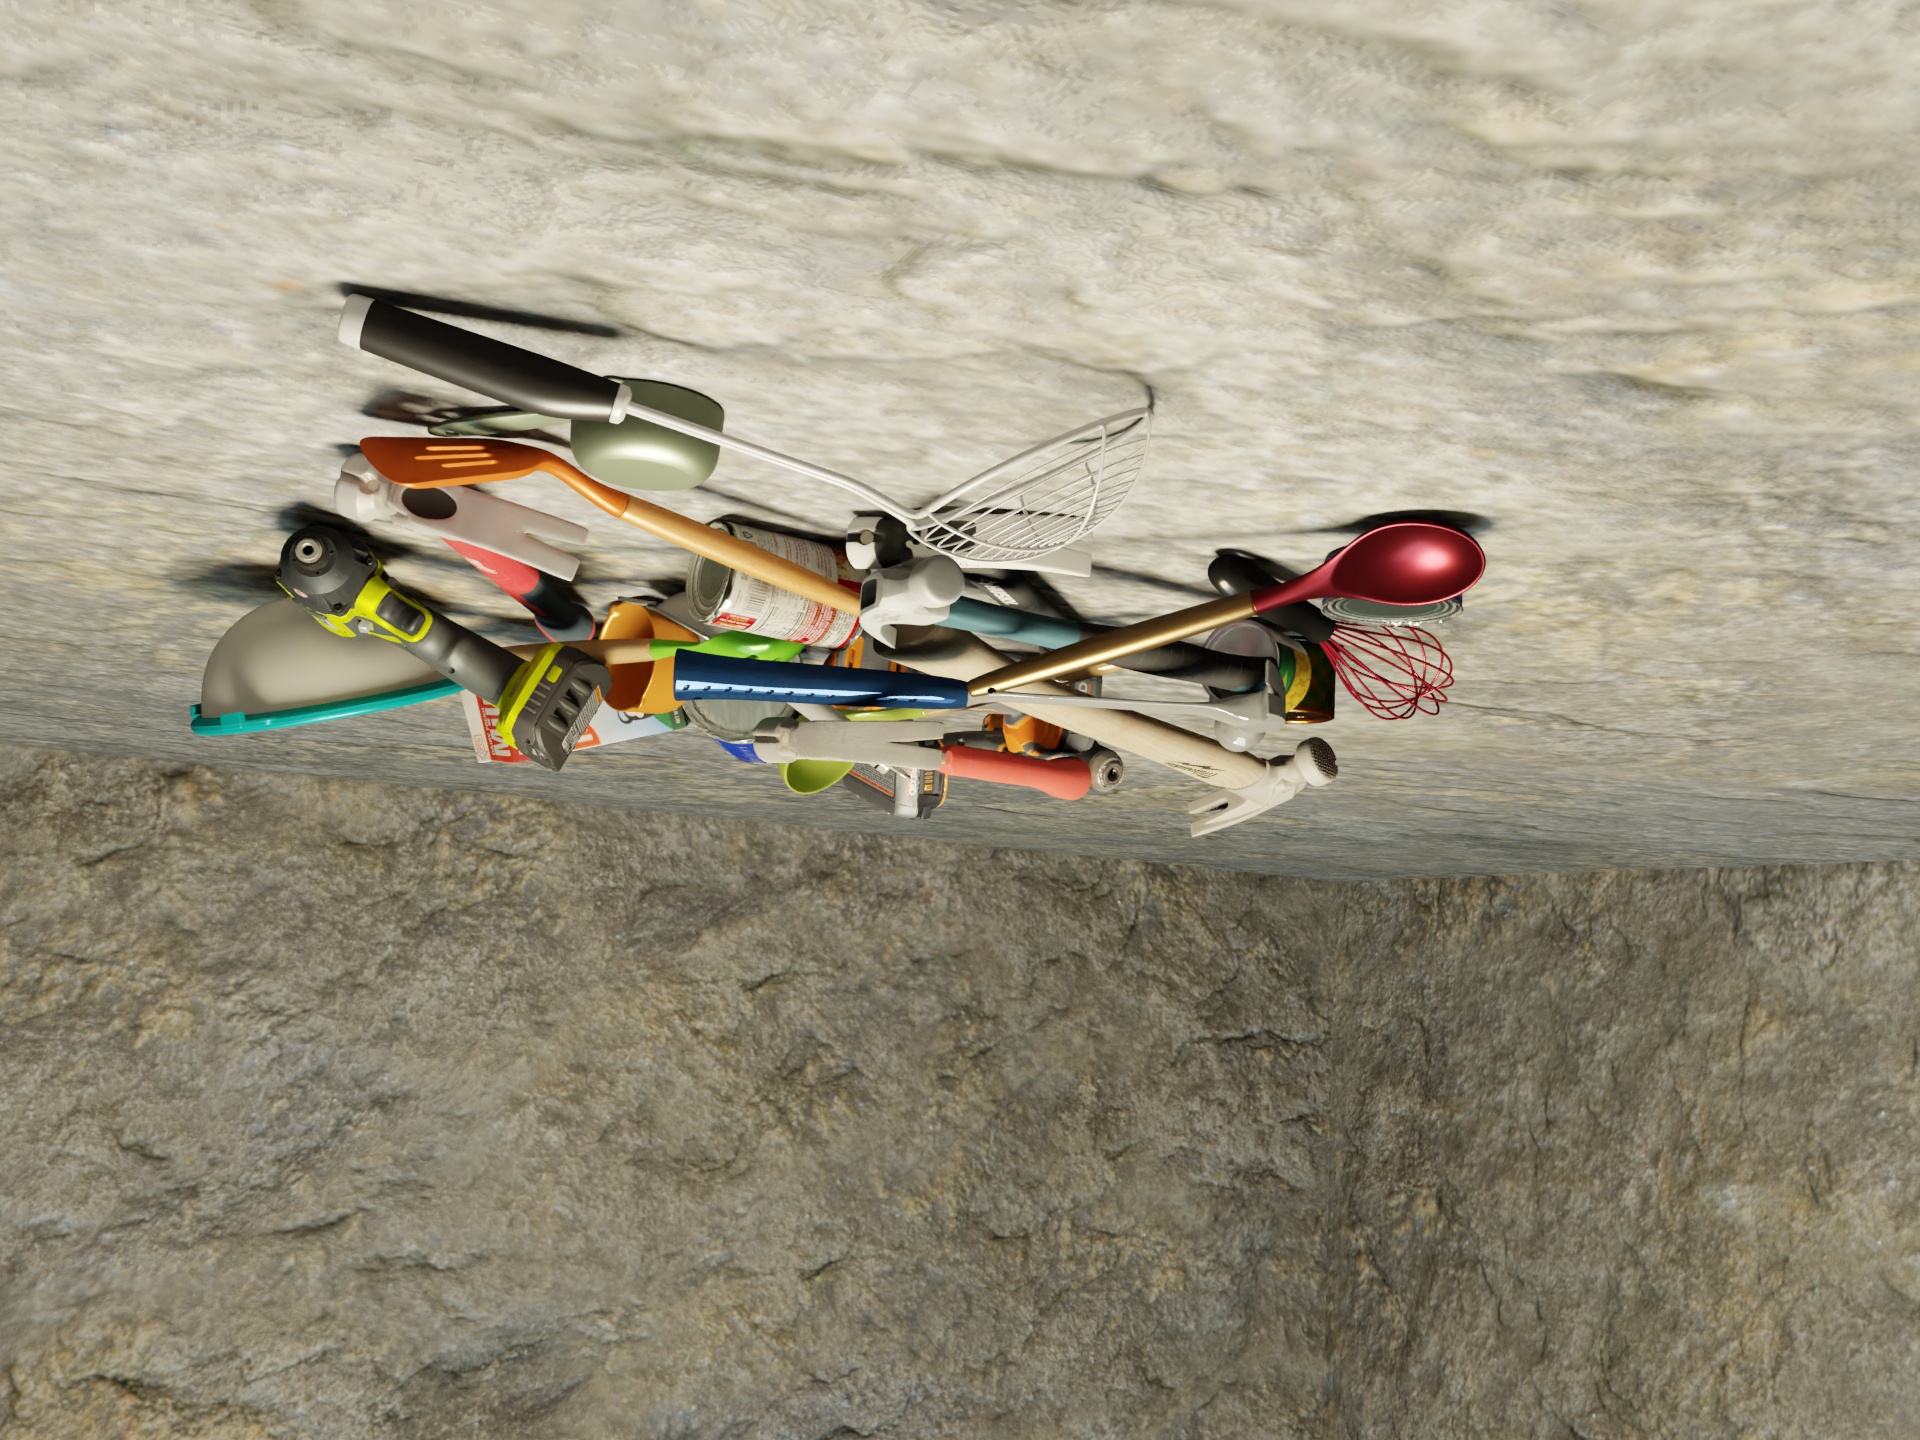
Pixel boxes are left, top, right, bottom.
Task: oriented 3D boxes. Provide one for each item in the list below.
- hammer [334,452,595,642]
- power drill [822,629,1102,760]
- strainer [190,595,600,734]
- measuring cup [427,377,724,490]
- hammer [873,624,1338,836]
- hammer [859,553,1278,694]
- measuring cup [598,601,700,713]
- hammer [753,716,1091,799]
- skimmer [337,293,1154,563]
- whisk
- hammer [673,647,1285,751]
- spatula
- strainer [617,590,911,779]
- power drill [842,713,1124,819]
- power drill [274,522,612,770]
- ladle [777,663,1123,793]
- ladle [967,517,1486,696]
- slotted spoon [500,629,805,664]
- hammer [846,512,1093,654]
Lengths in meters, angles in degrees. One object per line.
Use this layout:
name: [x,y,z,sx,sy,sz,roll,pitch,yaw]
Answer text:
hammer: [-0.288,-0.093,1.084,0.143,0.038,0.386,17,173,1]
power drill: [-0.009,-0.022,1.368,0.226,0.084,0.164,10,170,-13]
strainer: [-0.443,-0.068,1.279,0.340,0.095,0.211,-15,-170,-31]
measuring cup: [-0.202,-0.140,0.815,0.167,0.038,0.083,-1,170,17]
hammer: [0.099,0.003,1.194,0.410,0.038,0.146,21,144,-36]
hammer: [0.082,-0.053,1.041,0.330,0.033,0.128,10,169,-32]
measuring cup: [-0.269,-0.026,1.282,0.052,0.095,0.173,5,145,-42]
hammer: [0.013,0.031,1.187,0.149,0.037,0.358,2,175,32]
skimmer: [-0.089,-0.152,0.731,0.363,0.090,0.127,16,171,-13]
whisk: [0.258,-0.058,1.093,0.073,0.073,0.295,-5,162,43]
hammer: [0.016,-0.019,1.048,0.405,0.035,0.144,4,169,-3]
spatula: [-0.179,-0.107,0.915,0.322,0.041,0.081,21,-168,-40]
strainer: [-0.139,-0.034,1.203,0.258,0.050,0.087,37,178,-7]
power drill: [0.025,0.037,1.493,0.226,0.084,0.185,-6,-163,-32]
power drill: [-0.361,-0.056,1.104,0.223,0.080,0.171,30,168,-6]
ladle: [-0.002,-0.004,1.227,0.320,0.062,0.078,-14,157,25]
ladle: [0.151,-0.061,0.952,0.315,0.031,0.069,-16,134,17]
slotted spoon: [-0.240,-0.050,1.160,0.314,0.031,0.070,-1,174,33]
hammer: [0.048,-0.082,1.094,0.146,0.035,0.334,2,171,18]
